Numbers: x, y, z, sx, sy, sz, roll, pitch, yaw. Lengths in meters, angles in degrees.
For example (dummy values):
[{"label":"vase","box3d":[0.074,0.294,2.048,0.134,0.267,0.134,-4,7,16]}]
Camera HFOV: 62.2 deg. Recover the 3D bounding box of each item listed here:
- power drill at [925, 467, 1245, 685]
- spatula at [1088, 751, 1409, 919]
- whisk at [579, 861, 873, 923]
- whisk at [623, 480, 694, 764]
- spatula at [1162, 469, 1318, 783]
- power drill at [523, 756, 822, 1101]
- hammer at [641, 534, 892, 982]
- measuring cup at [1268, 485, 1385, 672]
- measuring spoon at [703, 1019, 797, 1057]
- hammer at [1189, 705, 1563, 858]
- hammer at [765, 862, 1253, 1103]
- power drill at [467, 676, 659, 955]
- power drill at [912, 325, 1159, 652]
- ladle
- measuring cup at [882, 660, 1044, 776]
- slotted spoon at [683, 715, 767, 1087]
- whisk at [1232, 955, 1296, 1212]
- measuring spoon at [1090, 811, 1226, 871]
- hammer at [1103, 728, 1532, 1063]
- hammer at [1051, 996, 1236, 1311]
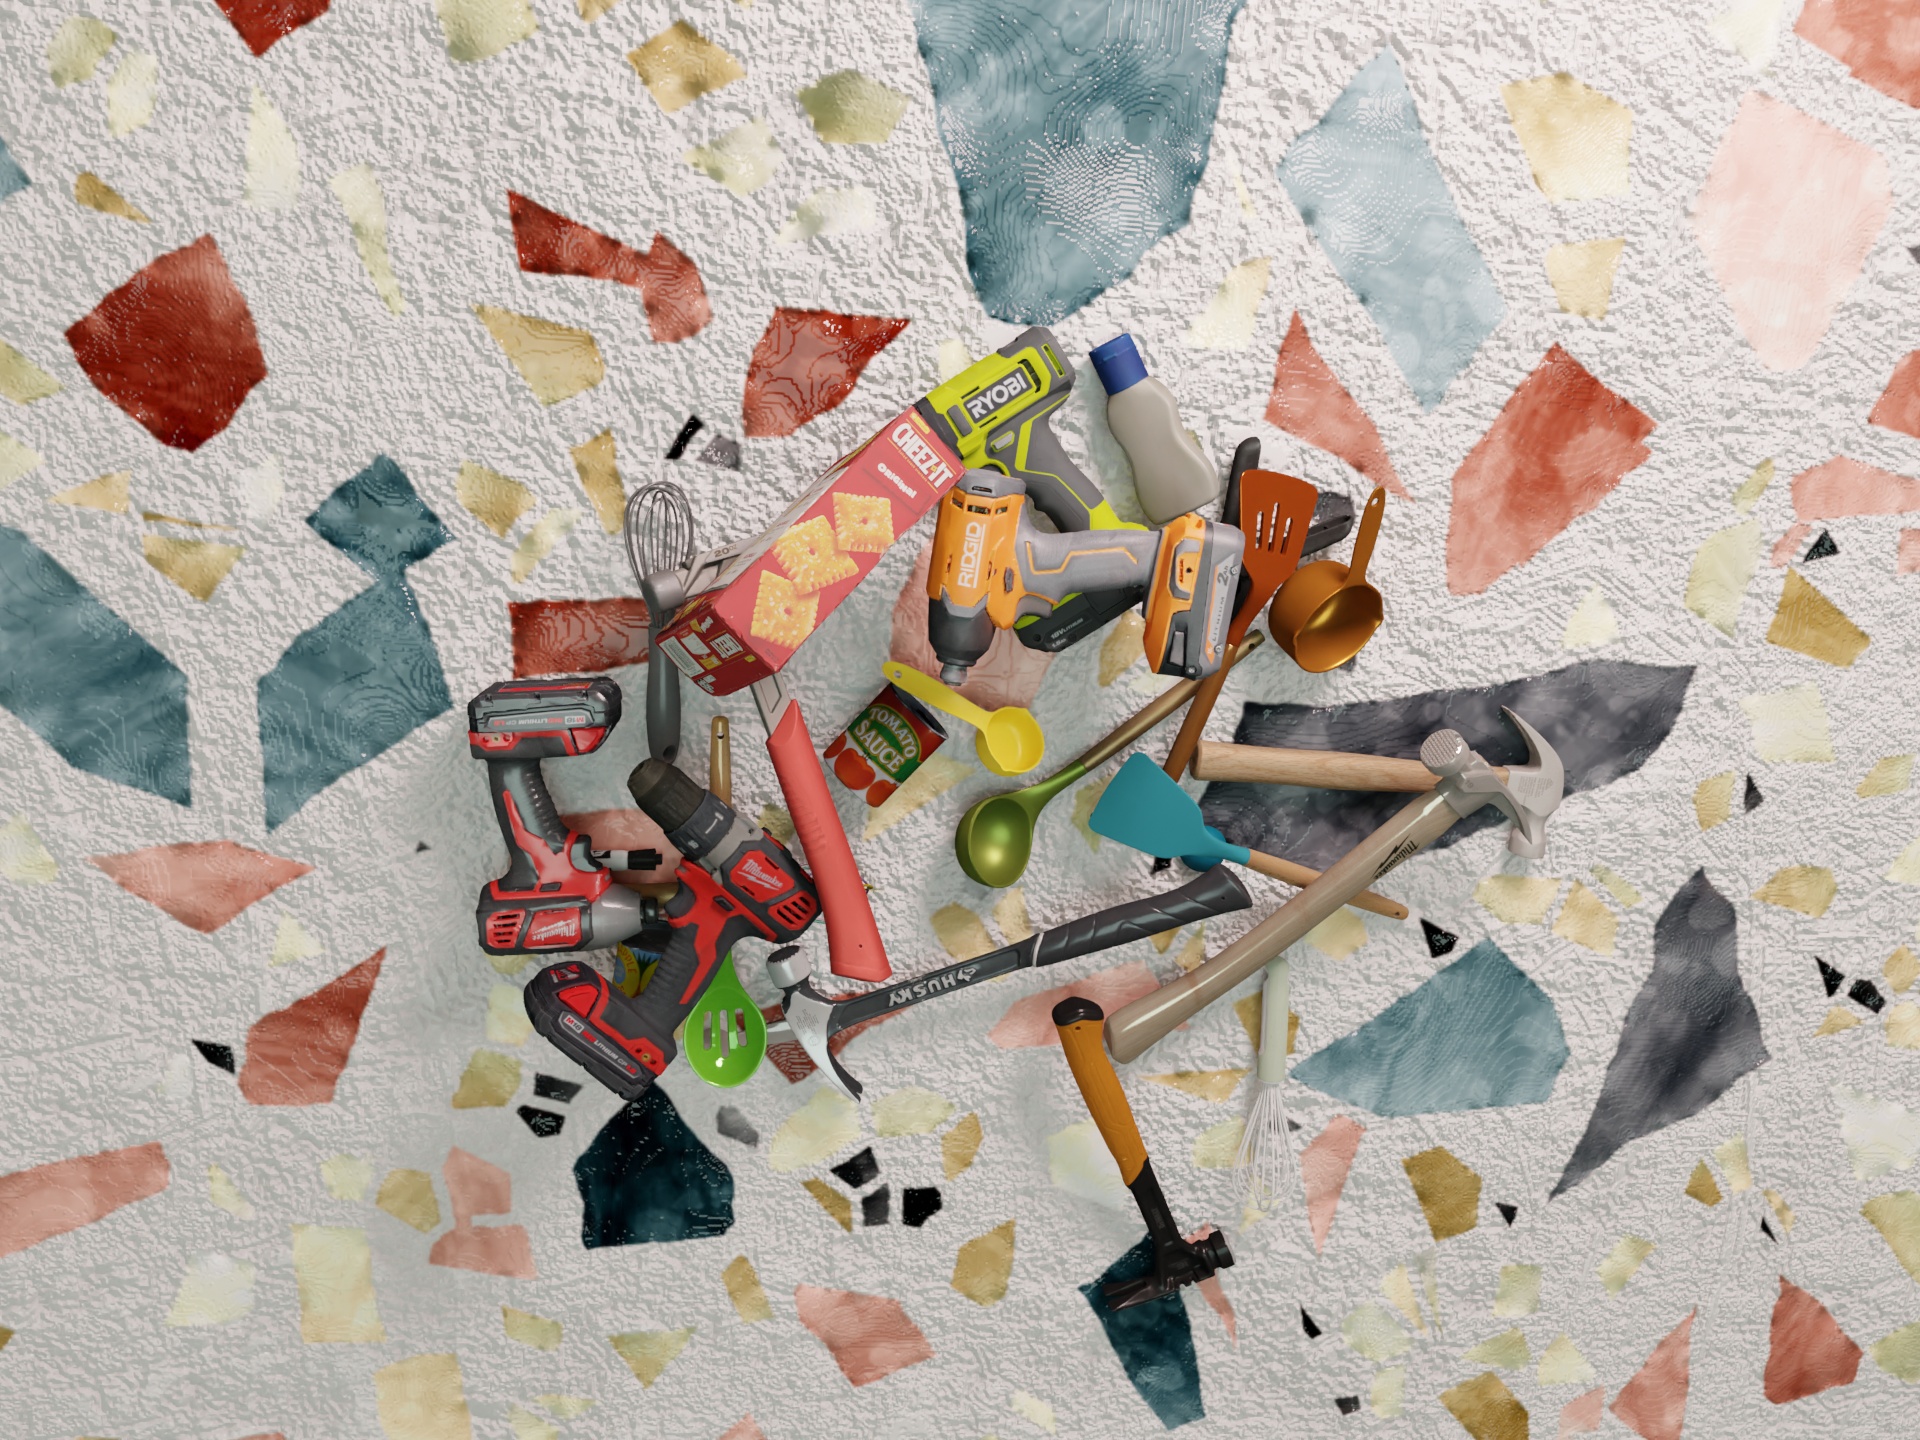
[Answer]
[{"label":"power drill","box3d":[0.087,-0.093,1.200,0.226,0.084,0.164,10,100,0]},{"label":"spatula","box3d":[0.262,0.117,1.370,0.317,0.044,0.082,21,113,-24]},{"label":"whisk","box3d":[-0.196,0.147,1.339,0.245,0.047,0.051,-2,106,-1]},{"label":"whisk","box3d":[-0.240,-0.074,1.268,0.055,0.055,0.238,0,109,-7]},{"label":"spatula","box3d":[0.208,-0.047,1.305,0.081,0.041,0.322,7,117,-30]},{"label":"power drill","box3d":[-0.239,0.158,1.239,0.227,0.080,0.187,-48,111,-8]},{"label":"hammer","box3d":[-0.120,0.032,1.245,0.149,0.037,0.359,-21,92,-25]},{"label":"measuring cup","box3d":[0.301,-0.122,1.283,0.095,0.052,0.173,-13,131,-26]},{"label":"measuring spoon","box3d":[-0.172,0.277,1.387,0.124,0.018,0.034,-11,106,-4]},{"label":"hammer","box3d":[0.362,0.044,1.376,0.331,0.031,0.130,5,105,-8]},{"label":"hammer","box3d":[0.048,0.207,1.352,0.409,0.036,0.149,-19,103,7]},{"label":"power drill","box3d":[-0.318,0.080,1.273,0.143,0.078,0.219,-2,101,-5]},{"label":"power drill","box3d":[0.049,-0.173,1.260,0.171,0.080,0.223,-32,103,3]},{"label":"ladle","box3d":[0.129,0.027,1.334,0.320,0.062,0.078,-37,121,1]},{"label":"measuring cup","box3d":[-0.002,-0.004,1.310,0.156,0.029,0.062,30,61,-16]},{"label":"slotted spoon","box3d":[-0.194,0.150,1.305,0.070,0.031,0.313,-2,103,-12]},{"label":"whisk","box3d":[0.280,0.331,1.440,0.059,0.058,0.246,1,101,2]},{"label":"measuring spoon","box3d":[0.173,0.102,1.375,0.128,0.021,0.042,17,103,-13]},{"label":"hammer","box3d":[0.295,0.174,1.369,0.410,0.038,0.146,-40,125,17]},{"label":"hammer","box3d":[0.142,0.387,1.422,0.127,0.034,0.336,-22,115,0]}]
